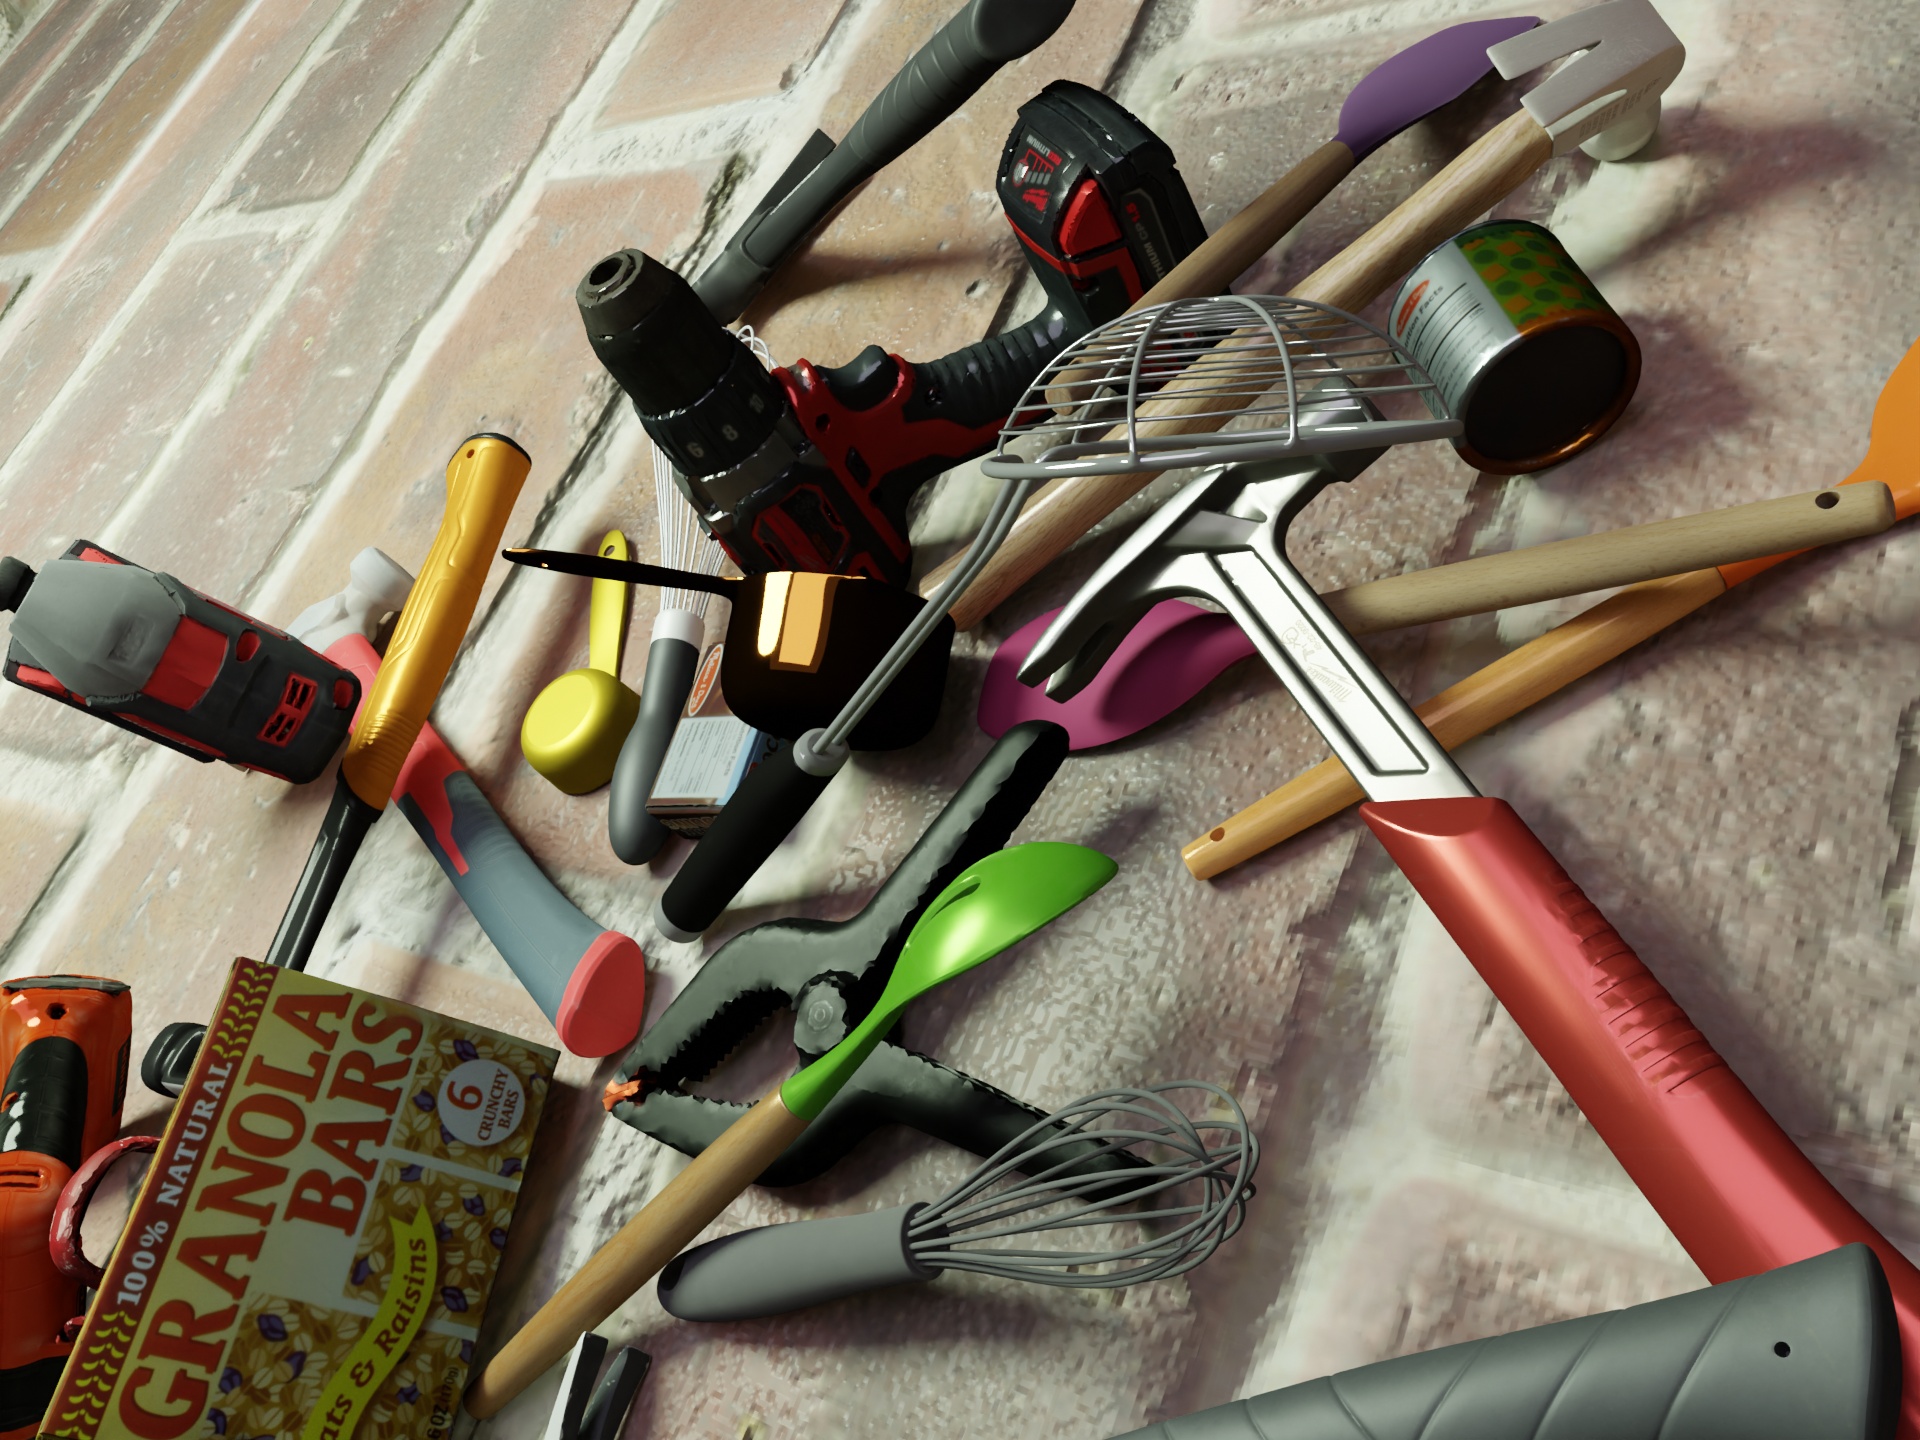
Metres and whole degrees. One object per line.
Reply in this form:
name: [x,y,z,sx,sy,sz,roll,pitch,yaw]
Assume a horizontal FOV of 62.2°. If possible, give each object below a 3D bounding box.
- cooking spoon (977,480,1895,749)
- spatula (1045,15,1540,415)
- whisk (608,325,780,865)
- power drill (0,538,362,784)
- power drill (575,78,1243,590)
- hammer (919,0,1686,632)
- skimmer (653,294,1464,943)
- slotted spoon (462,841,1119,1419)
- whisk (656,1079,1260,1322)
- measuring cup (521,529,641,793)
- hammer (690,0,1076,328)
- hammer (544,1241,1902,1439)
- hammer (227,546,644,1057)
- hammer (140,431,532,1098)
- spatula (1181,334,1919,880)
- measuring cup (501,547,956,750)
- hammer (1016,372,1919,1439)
cooking spoon: [0.129,-0.036,0.527,0.319,0.017,0.069,-10,54,39]
spatula: [0.130,-0.205,0.611,0.060,0.018,0.316,15,49,42]
whisk: [-0.122,-0.066,0.725,0.070,0.070,0.285,-10,59,29]
power drill: [-0.363,-0.030,0.716,0.220,0.143,0.078,7,71,58]
power drill: [-0.020,-0.153,0.624,0.226,0.187,0.080,-36,44,2]
hammer: [0.116,-0.140,0.590,0.331,0.130,0.031,-37,80,17]
skimmer: [-0.001,-0.002,0.514,0.090,0.127,0.363,55,130,15]
slotted spoon: [-0.069,0.137,0.508,0.031,0.070,0.313,46,110,4]
whisk: [-0.012,0.153,0.477,0.239,0.055,0.055,-25,47,35]
measuring cup: [-0.177,-0.037,0.754,0.062,0.029,0.157,-20,52,21]
hammer: [-0.042,-0.261,0.723,0.146,0.035,0.335,-56,20,-19]
hammer: [0.026,0.201,0.414,0.409,0.036,0.149,-25,46,25]
hammer: [-0.256,0.046,0.744,0.143,0.038,0.387,-49,45,-3]
hammer: [-0.258,0.009,0.720,0.127,0.034,0.337,-6,58,34]
spatula: [0.205,-0.039,0.487,0.322,0.041,0.081,-32,39,13]
measuring cup: [-0.088,-0.026,0.602,0.095,0.173,0.052,149,129,-71]
hammer: [0.144,0.057,0.438,0.149,0.036,0.359,-44,50,18]
